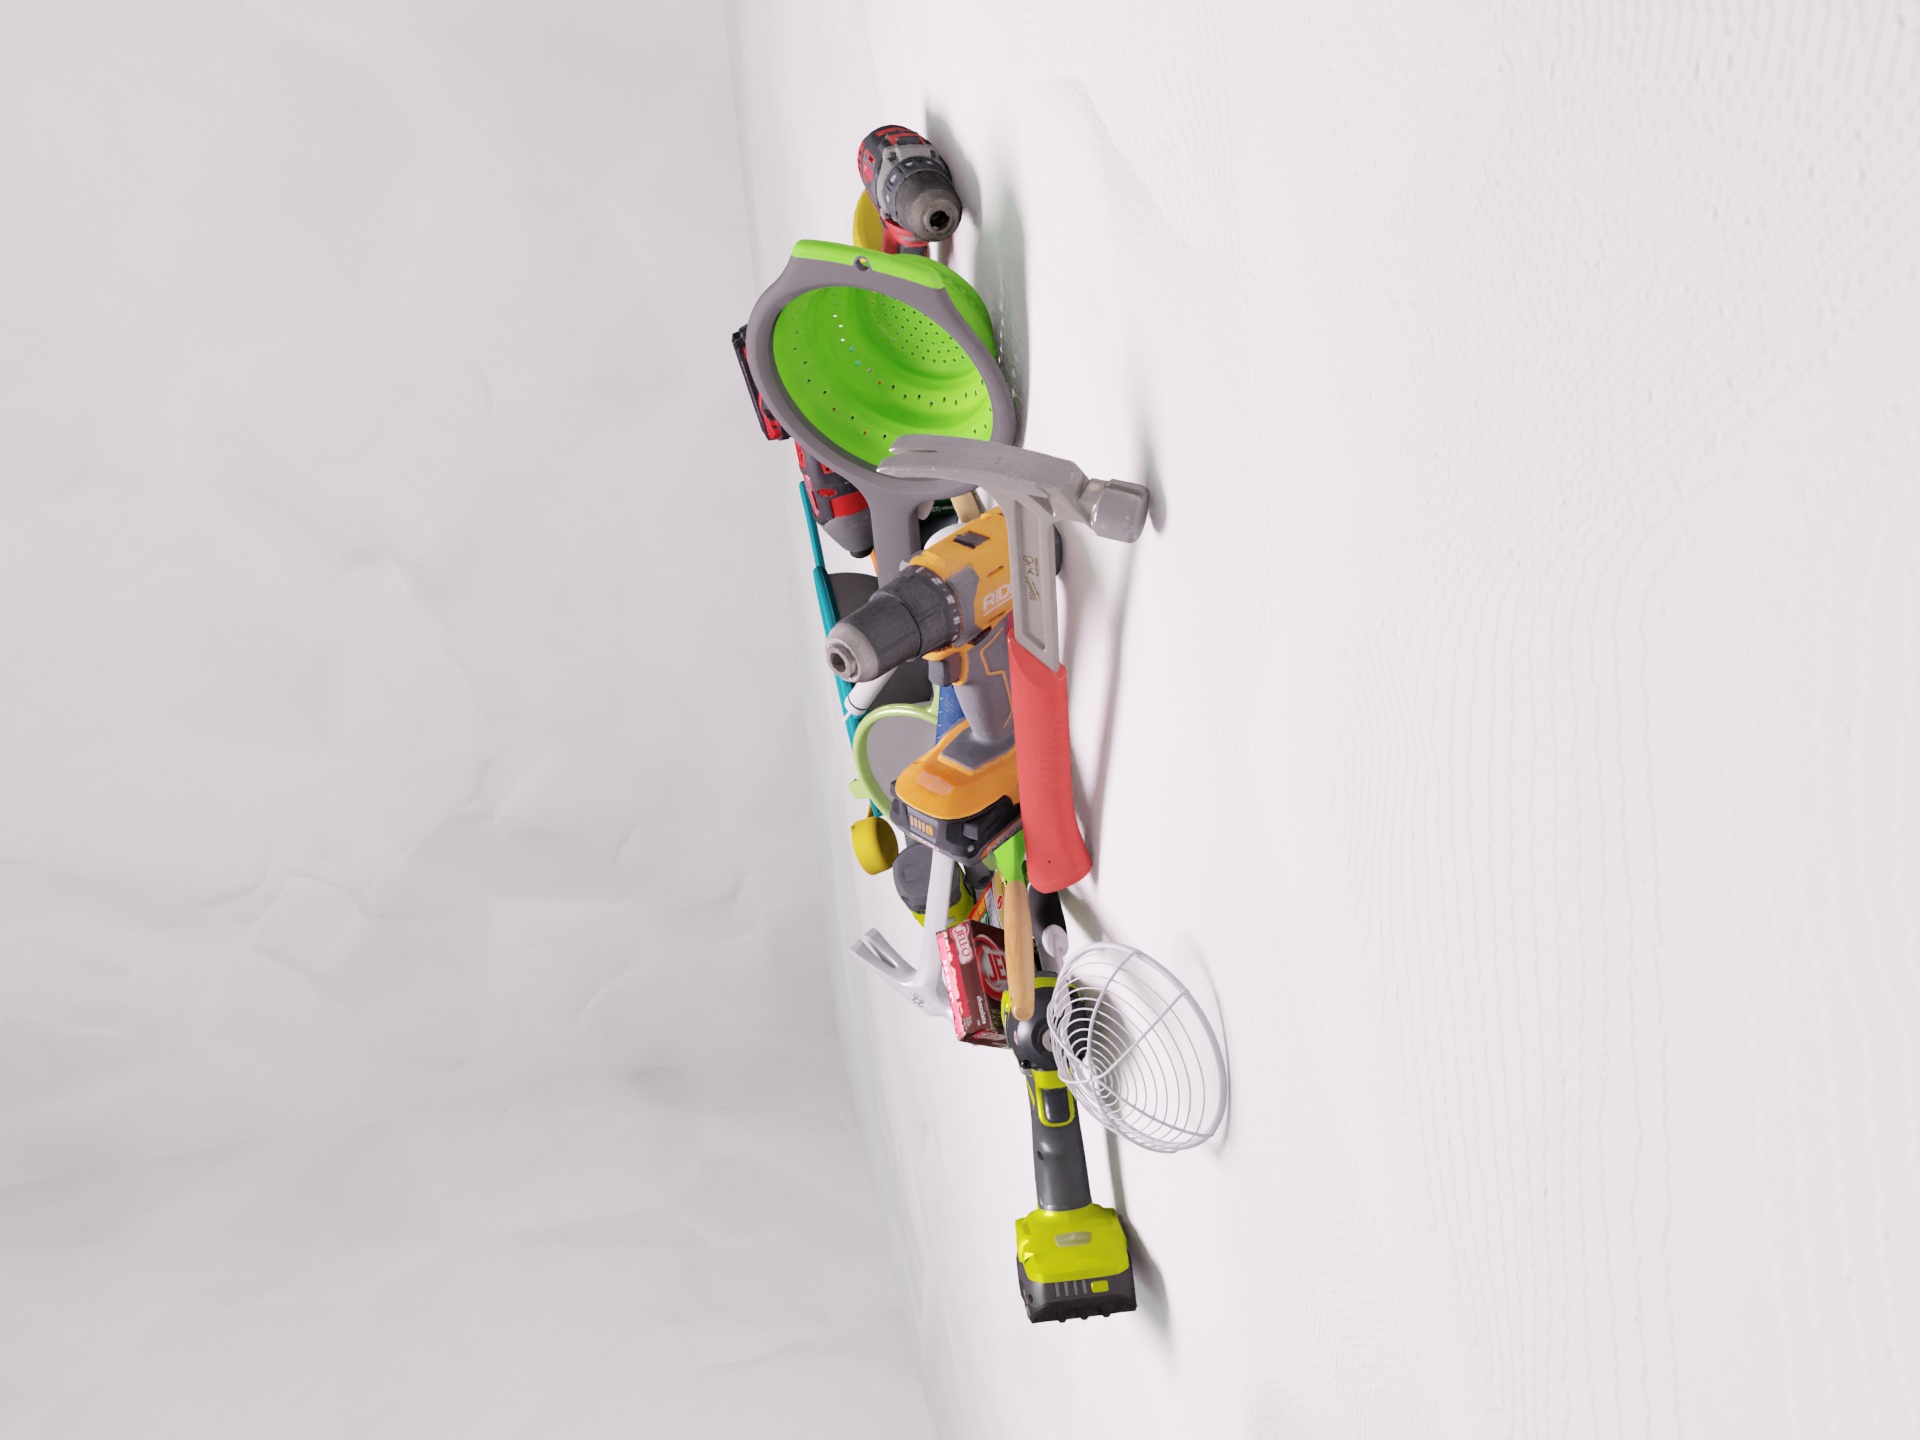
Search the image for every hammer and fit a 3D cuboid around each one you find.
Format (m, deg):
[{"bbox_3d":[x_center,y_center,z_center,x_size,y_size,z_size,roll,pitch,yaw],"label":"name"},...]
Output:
[{"bbox_3d":[0.040,-0.017,0.976,0.358,0.149,0.037,84,-152,-47],"label":"hammer"},{"bbox_3d":[-0.018,0.102,1.289,0.144,0.035,0.405,29,137,23],"label":"hammer"}]

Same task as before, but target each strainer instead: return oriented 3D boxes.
[{"bbox_3d":[-0.035,-0.076,1.207,0.258,0.050,0.087,-52,12,41],"label":"strainer"},{"bbox_3d":[-0.002,-0.004,1.271,0.069,0.151,0.256,-49,-21,-42],"label":"strainer"},{"bbox_3d":[-0.079,-0.097,1.462,0.210,0.095,0.341,85,172,-58],"label":"strainer"}]

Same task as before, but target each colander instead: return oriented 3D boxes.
[{"bbox_3d":[-0.039,-0.214,1.201,0.396,0.204,0.094,87,-155,-53],"label":"colander"}]

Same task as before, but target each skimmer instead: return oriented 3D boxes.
[{"bbox_3d":[0.095,0.160,1.033,0.363,0.090,0.127,-96,-7,-78],"label":"skimmer"}]

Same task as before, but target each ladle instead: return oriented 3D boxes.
[{"bbox_3d":[0.012,-0.147,1.251,0.316,0.031,0.069,-109,24,-54],"label":"ladle"}]

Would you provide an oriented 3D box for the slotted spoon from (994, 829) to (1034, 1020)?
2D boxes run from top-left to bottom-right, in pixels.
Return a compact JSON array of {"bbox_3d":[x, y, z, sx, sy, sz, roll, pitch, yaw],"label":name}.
[{"bbox_3d":[0.039,0.127,1.115,0.314,0.031,0.070,-88,1,-72],"label":"slotted spoon"}]

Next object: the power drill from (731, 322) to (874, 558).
[{"bbox_3d":[-0.121,-0.242,1.348,0.143,0.078,0.220,75,172,-46],"label":"power drill"}]

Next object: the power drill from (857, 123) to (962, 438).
[{"bbox_3d":[-0.037,-0.335,1.241,0.188,0.080,0.226,-114,21,-55],"label":"power drill"}]

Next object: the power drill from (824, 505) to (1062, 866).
[{"bbox_3d":[-0.007,-0.013,1.049,0.084,0.185,0.226,26,135,34],"label":"power drill"}]

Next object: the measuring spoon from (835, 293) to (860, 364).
[{"bbox_3d":[-0.076,-0.300,1.236,0.042,0.021,0.128,173,84,-70],"label":"measuring spoon"}]

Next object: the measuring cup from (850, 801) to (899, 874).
[{"bbox_3d":[-0.077,0.091,1.617,0.062,0.029,0.157,57,-153,-33],"label":"measuring cup"}]

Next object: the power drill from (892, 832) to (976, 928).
[{"bbox_3d":[-0.036,0.099,1.558,0.190,0.080,0.229,65,-170,-67],"label":"power drill"}]

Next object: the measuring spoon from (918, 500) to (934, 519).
[{"bbox_3d":[-0.018,-0.206,1.306,0.124,0.018,0.034,132,145,-57],"label":"measuring spoon"}]

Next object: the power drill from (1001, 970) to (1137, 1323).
[{"bbox_3d":[0.069,0.296,1.122,0.171,0.080,0.223,104,159,-87],"label":"power drill"}]

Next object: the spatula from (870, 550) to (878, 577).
[{"bbox_3d":[-0.058,-0.105,1.656,0.081,0.041,0.322,35,150,32],"label":"spatula"}]

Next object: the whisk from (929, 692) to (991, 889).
[{"bbox_3d":[0.008,0.059,1.412,0.055,0.055,0.238,-112,12,-53],"label":"whisk"}]
